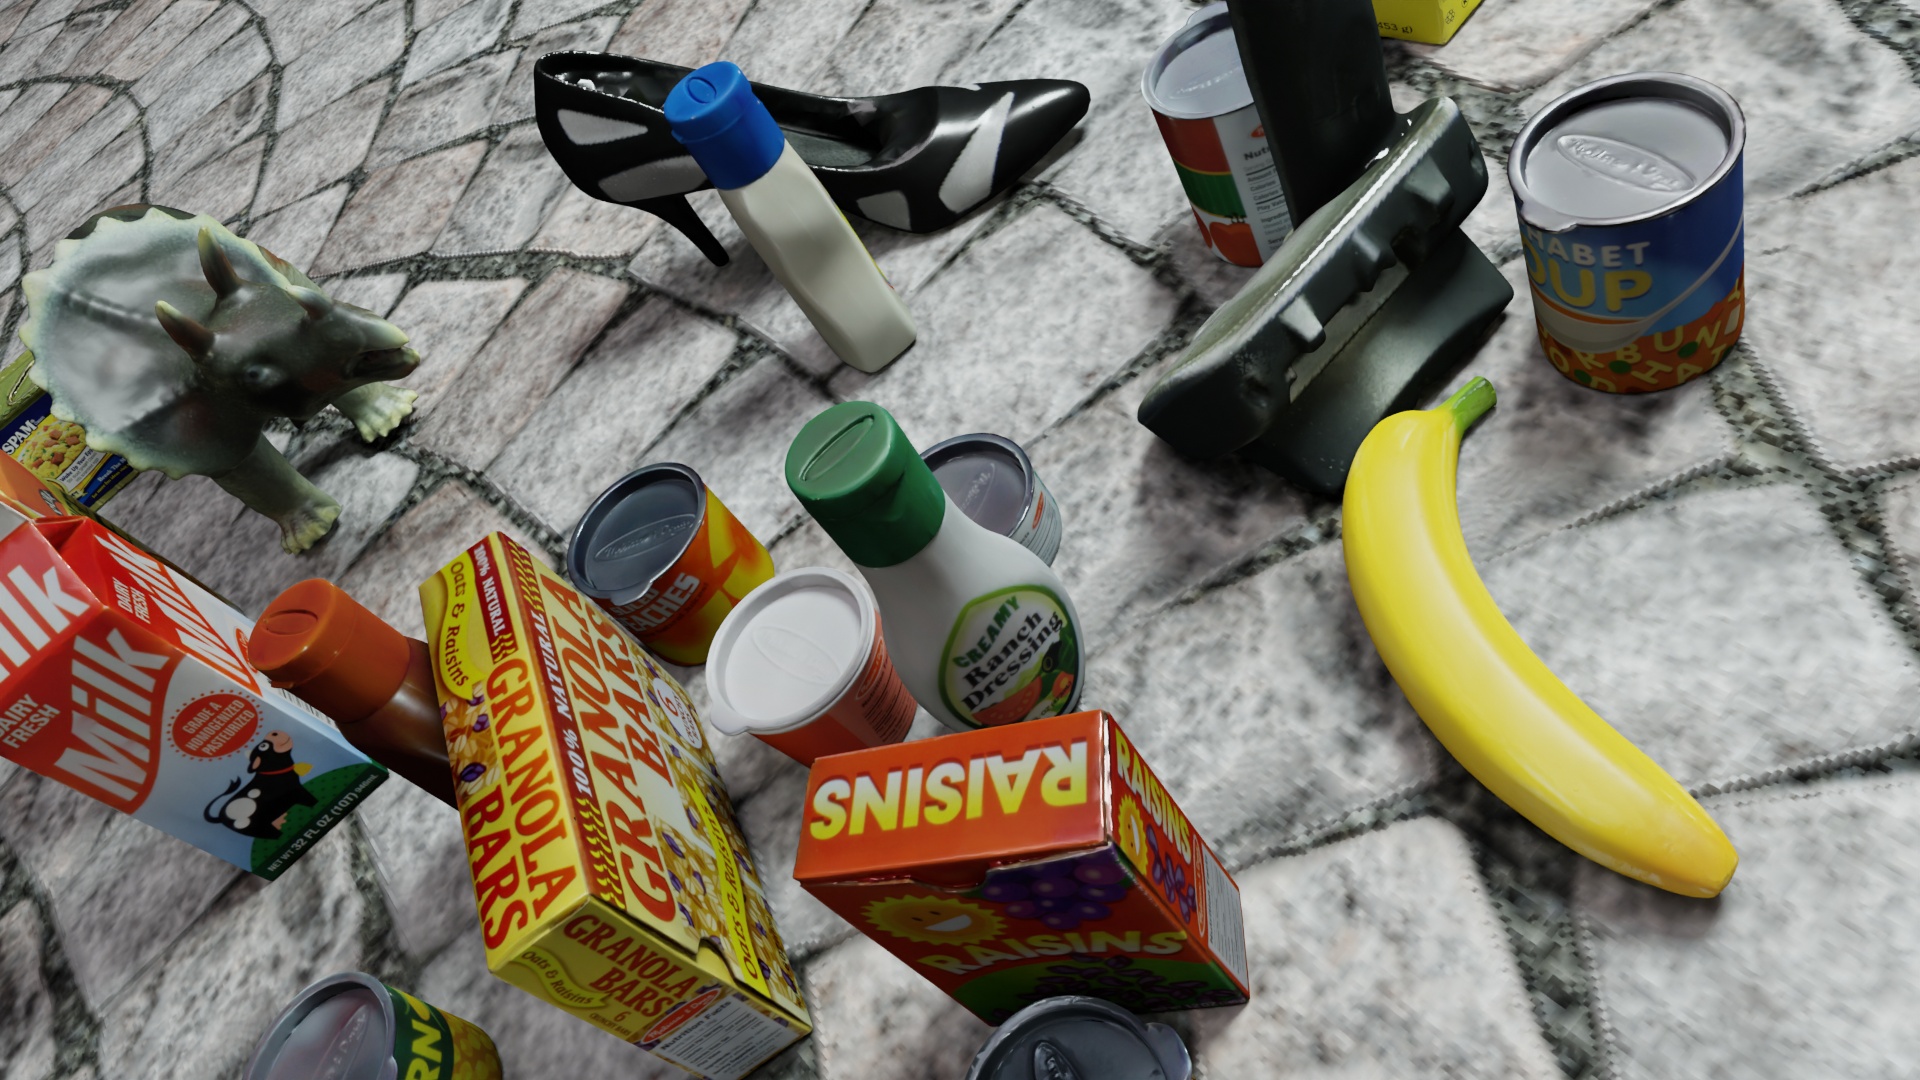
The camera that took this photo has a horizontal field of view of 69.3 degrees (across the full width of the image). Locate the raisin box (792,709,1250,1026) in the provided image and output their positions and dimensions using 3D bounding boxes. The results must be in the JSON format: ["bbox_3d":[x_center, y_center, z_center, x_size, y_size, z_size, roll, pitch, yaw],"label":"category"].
[{"bbox_3d":[0.022,0.097,0.387,0.086,0.123,0.040,-12,51,22],"label":"raisin box"}]

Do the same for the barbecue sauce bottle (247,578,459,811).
[{"bbox_3d":[-0.192,0.068,0.513,0.065,0.148,0.044,0,56,30],"label":"barbecue sauce bottle"}]

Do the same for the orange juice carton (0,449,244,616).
[{"bbox_3d":[-0.427,0.024,0.649,0.072,0.192,0.073,-48,47,-10],"label":"orange juice carton"}]

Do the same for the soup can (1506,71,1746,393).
[{"bbox_3d":[0.217,-0.097,0.454,0.071,0.083,0.072,-15,50,19],"label":"soup can"}]

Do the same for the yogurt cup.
[{"bbox_3d":[-0.051,0.051,0.512,0.072,0.053,0.073,-15,50,19],"label":"yogurt cup"}]

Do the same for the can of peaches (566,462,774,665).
[{"bbox_3d":[-0.119,0.012,0.577,0.071,0.058,0.071,-15,50,19],"label":"can of peaches"}]

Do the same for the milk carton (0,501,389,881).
[{"bbox_3d":[-0.338,0.059,0.573,0.072,0.190,0.073,-43,47,-5],"label":"milk carton"}]

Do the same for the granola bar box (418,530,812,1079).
[{"bbox_3d":[-0.119,0.089,0.473,0.039,0.123,0.166,-35,46,2],"label":"granola bar box"}]

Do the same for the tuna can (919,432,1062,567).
[{"bbox_3d":[0.002,-0.007,0.541,0.071,0.032,0.071,-15,50,19],"label":"tuna can"}]

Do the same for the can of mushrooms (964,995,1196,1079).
[{"bbox_3d":[0.037,0.164,0.389,0.071,0.033,0.071,-15,50,19],"label":"can of mushrooms"}]

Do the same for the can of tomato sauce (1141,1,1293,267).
[{"bbox_3d":[0.117,-0.164,0.563,0.071,0.083,0.071,-15,50,19],"label":"can of tomato sauce"}]

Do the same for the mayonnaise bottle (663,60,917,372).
[{"bbox_3d":[-0.073,-0.139,0.606,0.041,0.147,0.065,-40,46,-3],"label":"mayonnaise bottle"}]

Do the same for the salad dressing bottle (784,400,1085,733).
[{"bbox_3d":[-0.006,0.014,0.451,0.064,0.147,0.044,-43,47,-6],"label":"salad dressing bottle"}]

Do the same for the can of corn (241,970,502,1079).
[{"bbox_3d":[-0.203,0.193,0.485,0.071,0.058,0.071,-15,50,19],"label":"can of corn"}]
